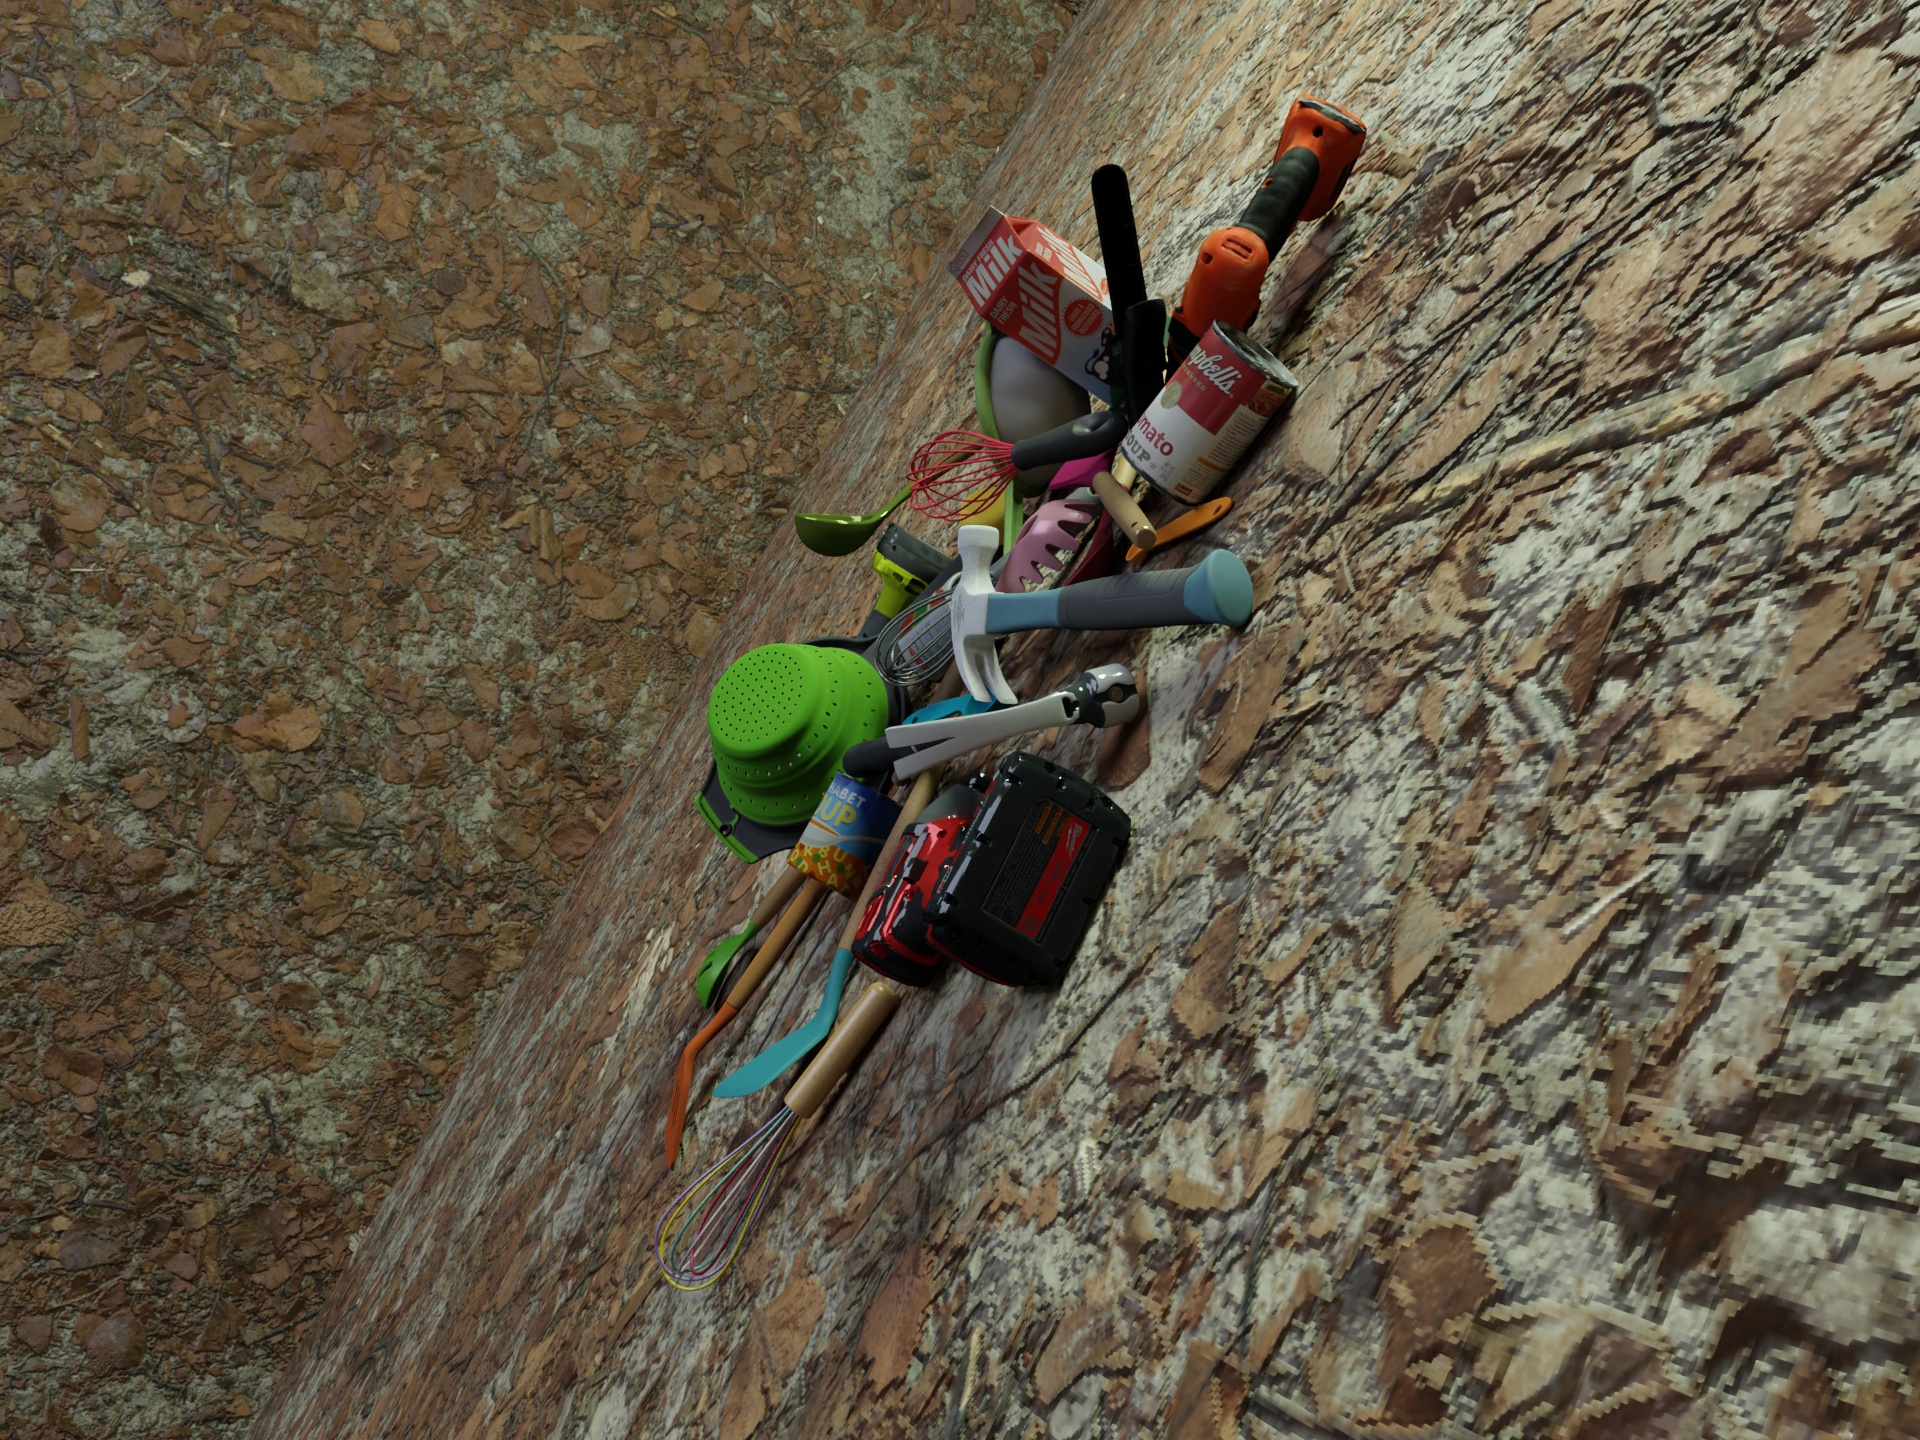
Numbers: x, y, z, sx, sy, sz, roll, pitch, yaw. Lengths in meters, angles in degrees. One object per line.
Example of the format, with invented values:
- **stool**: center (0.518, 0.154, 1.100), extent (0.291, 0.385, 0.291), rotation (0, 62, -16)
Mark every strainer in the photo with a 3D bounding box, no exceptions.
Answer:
- **strainer**: center (0.071, -0.224, 1.358), extent (0.069, 0.151, 0.257), rotation (-9, 63, 25)

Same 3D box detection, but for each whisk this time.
- **whisk**: center (0.038, -0.199, 1.220), extent (0.296, 0.073, 0.073), rotation (-2, 57, 60)
- **whisk**: center (-0.118, 0.276, 1.049), extent (0.245, 0.051, 0.047), rotation (-53, 36, 3)
- **whisk**: center (0.028, -0.112, 1.243), extent (0.239, 0.055, 0.055), rotation (-40, 16, 1)

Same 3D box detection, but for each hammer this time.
- **hammer**: center (0.077, -0.075, 1.020), extent (0.331, 0.033, 0.128), rotation (2, 88, 63)
- **hammer**: center (-0.022, 0.017, 1.105), extent (0.409, 0.149, 0.036), rotation (164, 91, -72)

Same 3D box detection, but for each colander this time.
- **colander**: center (-0.096, -0.058, 1.390), extent (0.397, 0.094, 0.205), rotation (-46, 51, -2)

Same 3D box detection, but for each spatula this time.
- **spatula**: center (-0.081, 0.143, 1.172), extent (0.082, 0.044, 0.318), rotation (-23, 36, 57)
- **spatula**: center (-0.170, 0.225, 1.340), extent (0.322, 0.041, 0.081), rotation (-55, 14, -4)

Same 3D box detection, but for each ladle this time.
- **ladle**: center (-0.022, -0.263, 1.565), extent (0.320, 0.062, 0.078), rotation (-36, 17, -4)
- **ladle**: center (0.126, -0.192, 1.210), extent (0.069, 0.031, 0.316), rotation (-46, 17, 53)

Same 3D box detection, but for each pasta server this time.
- **pasta server**: center (0.016, -0.051, 1.219), extent (0.316, 0.040, 0.060), rotation (-60, 5, 39)

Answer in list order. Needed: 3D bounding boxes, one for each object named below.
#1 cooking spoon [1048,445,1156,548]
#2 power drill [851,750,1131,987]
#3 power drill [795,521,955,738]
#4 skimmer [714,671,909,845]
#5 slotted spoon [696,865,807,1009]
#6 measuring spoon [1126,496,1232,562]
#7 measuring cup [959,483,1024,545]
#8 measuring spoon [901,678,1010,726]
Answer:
- **cooking spoon**: center (0.099, -0.155, 1.067), extent (0.069, 0.017, 0.319), rotation (-39, 16, 10)
- **power drill**: center (0.010, 0.087, 0.939), extent (0.143, 0.078, 0.219), rotation (-62, 12, -16)
- **power drill**: center (-0.093, -0.080, 1.597), extent (0.228, 0.080, 0.191), rotation (-59, 15, 6)
- **skimmer**: center (-0.085, -0.034, 1.449), extent (0.363, 0.090, 0.127), rotation (-55, 44, 4)
- **slotted spoon**: center (-0.165, 0.159, 1.396), extent (0.313, 0.031, 0.070), rotation (-50, 11, 38)
- **measuring spoon**: center (0.145, -0.124, 1.049), extent (0.117, 0.011, 0.021), rotation (-22, 37, 60)
- **measuring cup**: center (0.044, -0.219, 1.428), extent (0.029, 0.062, 0.157), rotation (71, -144, -47)
- **measuring spoon**: center (-0.002, -0.004, 1.217), extent (0.128, 0.021, 0.042), rotation (-17, 38, 52)
